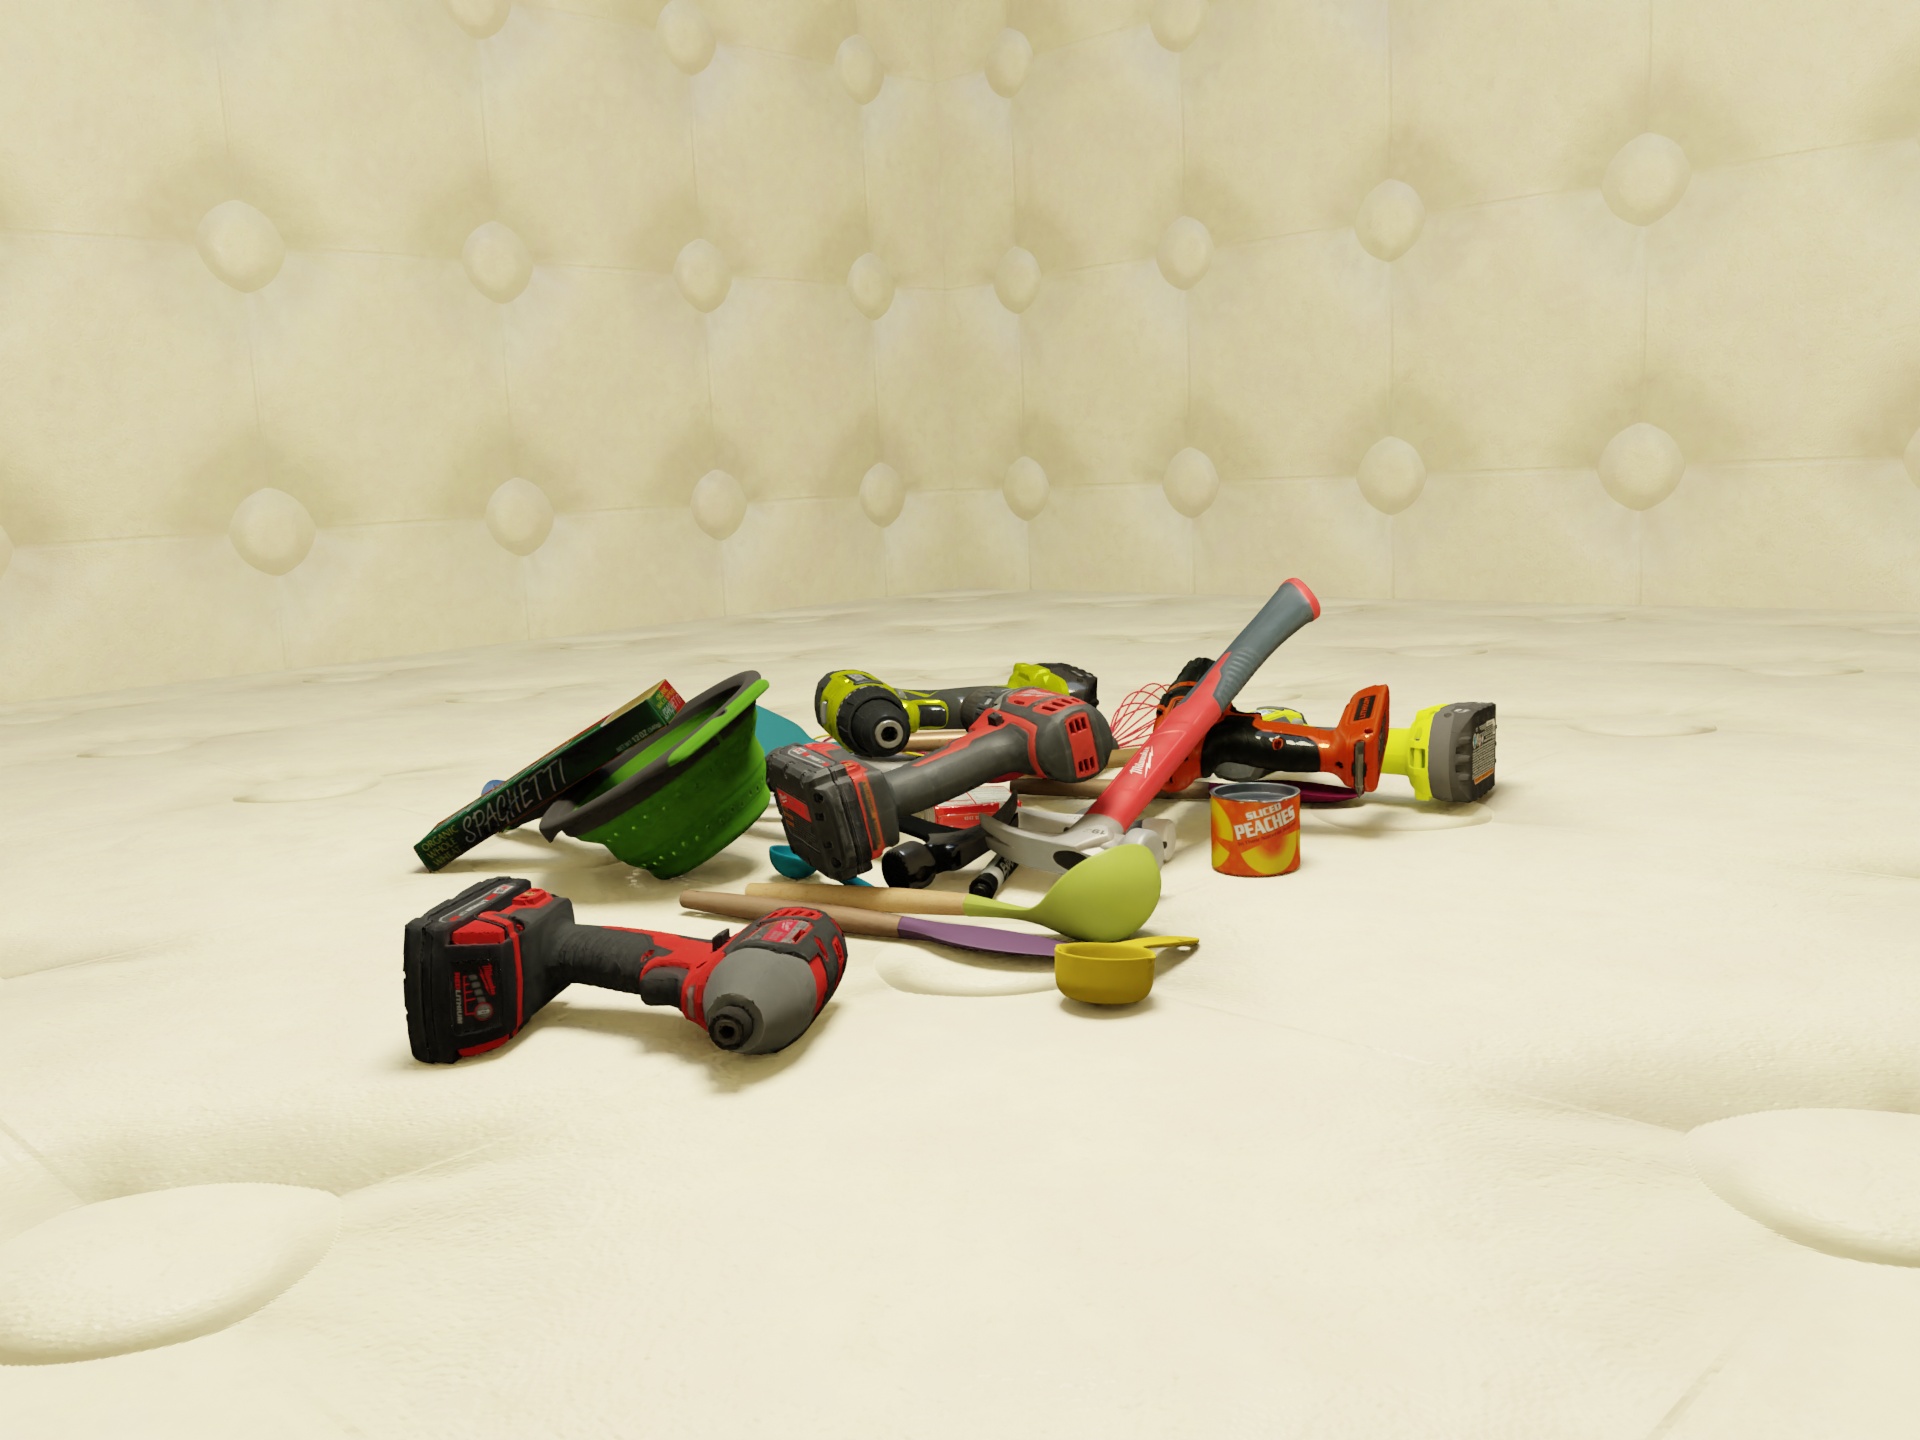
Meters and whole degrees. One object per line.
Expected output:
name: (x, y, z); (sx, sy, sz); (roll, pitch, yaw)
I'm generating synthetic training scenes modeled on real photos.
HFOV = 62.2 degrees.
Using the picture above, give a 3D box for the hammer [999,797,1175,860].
hammer: (0.151, 0.051, 1.368); (0.146, 0.035, 0.335); (2, 15, 23)

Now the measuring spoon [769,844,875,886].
measuring spoon: (-0.098, 0.120, 1.176); (0.042, 0.021, 0.129); (6, 10, -43)

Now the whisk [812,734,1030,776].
whisk: (-0.037, 0.039, 1.572); (0.245, 0.047, 0.051); (2, 8, 10)

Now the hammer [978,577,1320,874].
hammer: (0.170, -0.006, 1.243); (0.143, 0.038, 0.386); (7, 37, 36)

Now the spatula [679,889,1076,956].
spatula: (-0.061, 0.134, 1.046); (0.316, 0.018, 0.059); (3, 1, 31)

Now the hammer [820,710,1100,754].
hammer: (-0.042, 0.021, 1.706); (0.410, 0.038, 0.146); (-9, 12, -33)

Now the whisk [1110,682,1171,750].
whisk: (0.158, 0.020, 1.599); (0.073, 0.073, 0.296); (3, 16, 31)

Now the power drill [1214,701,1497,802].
power drill: (0.350, 0.020, 1.405); (0.223, 0.080, 0.171); (3, 7, 30)

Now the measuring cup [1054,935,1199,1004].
measuring cup: (0.106, 0.145, 0.938); (0.062, 0.029, 0.156); (3, -1, 31)

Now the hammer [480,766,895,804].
hammer: (-0.245, 0.071, 1.446); (0.405, 0.035, 0.144); (0, 10, 17)

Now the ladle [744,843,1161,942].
ladle: (-0.015, 0.111, 1.069); (0.320, 0.062, 0.078); (-1, -18, 32)

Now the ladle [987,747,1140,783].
ladle: (0.127, 0.036, 1.483); (0.315, 0.031, 0.069); (-3, 8, -30)

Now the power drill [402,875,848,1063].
power drill: (-0.182, 0.141, 0.871); (0.219, 0.078, 0.143); (2, 10, 10)

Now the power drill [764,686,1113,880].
power drill: (-0.022, 0.029, 1.161); (0.226, 0.080, 0.188); (-19, 15, -20)

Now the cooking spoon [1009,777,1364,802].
cooking spoon: (0.198, 0.062, 1.424); (0.319, 0.017, 0.069); (1, 7, 18)

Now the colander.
colander: (-0.266, 0.074, 1.290); (0.397, 0.094, 0.204); (-19, 20, 49)

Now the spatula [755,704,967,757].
spatula: (-0.057, 0.014, 1.468); (0.317, 0.044, 0.082); (-2, 43, 0)

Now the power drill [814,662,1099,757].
power drill: (-0.002, -0.004, 1.358); (0.228, 0.080, 0.191); (-1, 9, -15)

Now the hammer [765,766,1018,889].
hammer: (-0.128, 0.053, 1.314); (0.409, 0.036, 0.149); (16, 26, 42)
